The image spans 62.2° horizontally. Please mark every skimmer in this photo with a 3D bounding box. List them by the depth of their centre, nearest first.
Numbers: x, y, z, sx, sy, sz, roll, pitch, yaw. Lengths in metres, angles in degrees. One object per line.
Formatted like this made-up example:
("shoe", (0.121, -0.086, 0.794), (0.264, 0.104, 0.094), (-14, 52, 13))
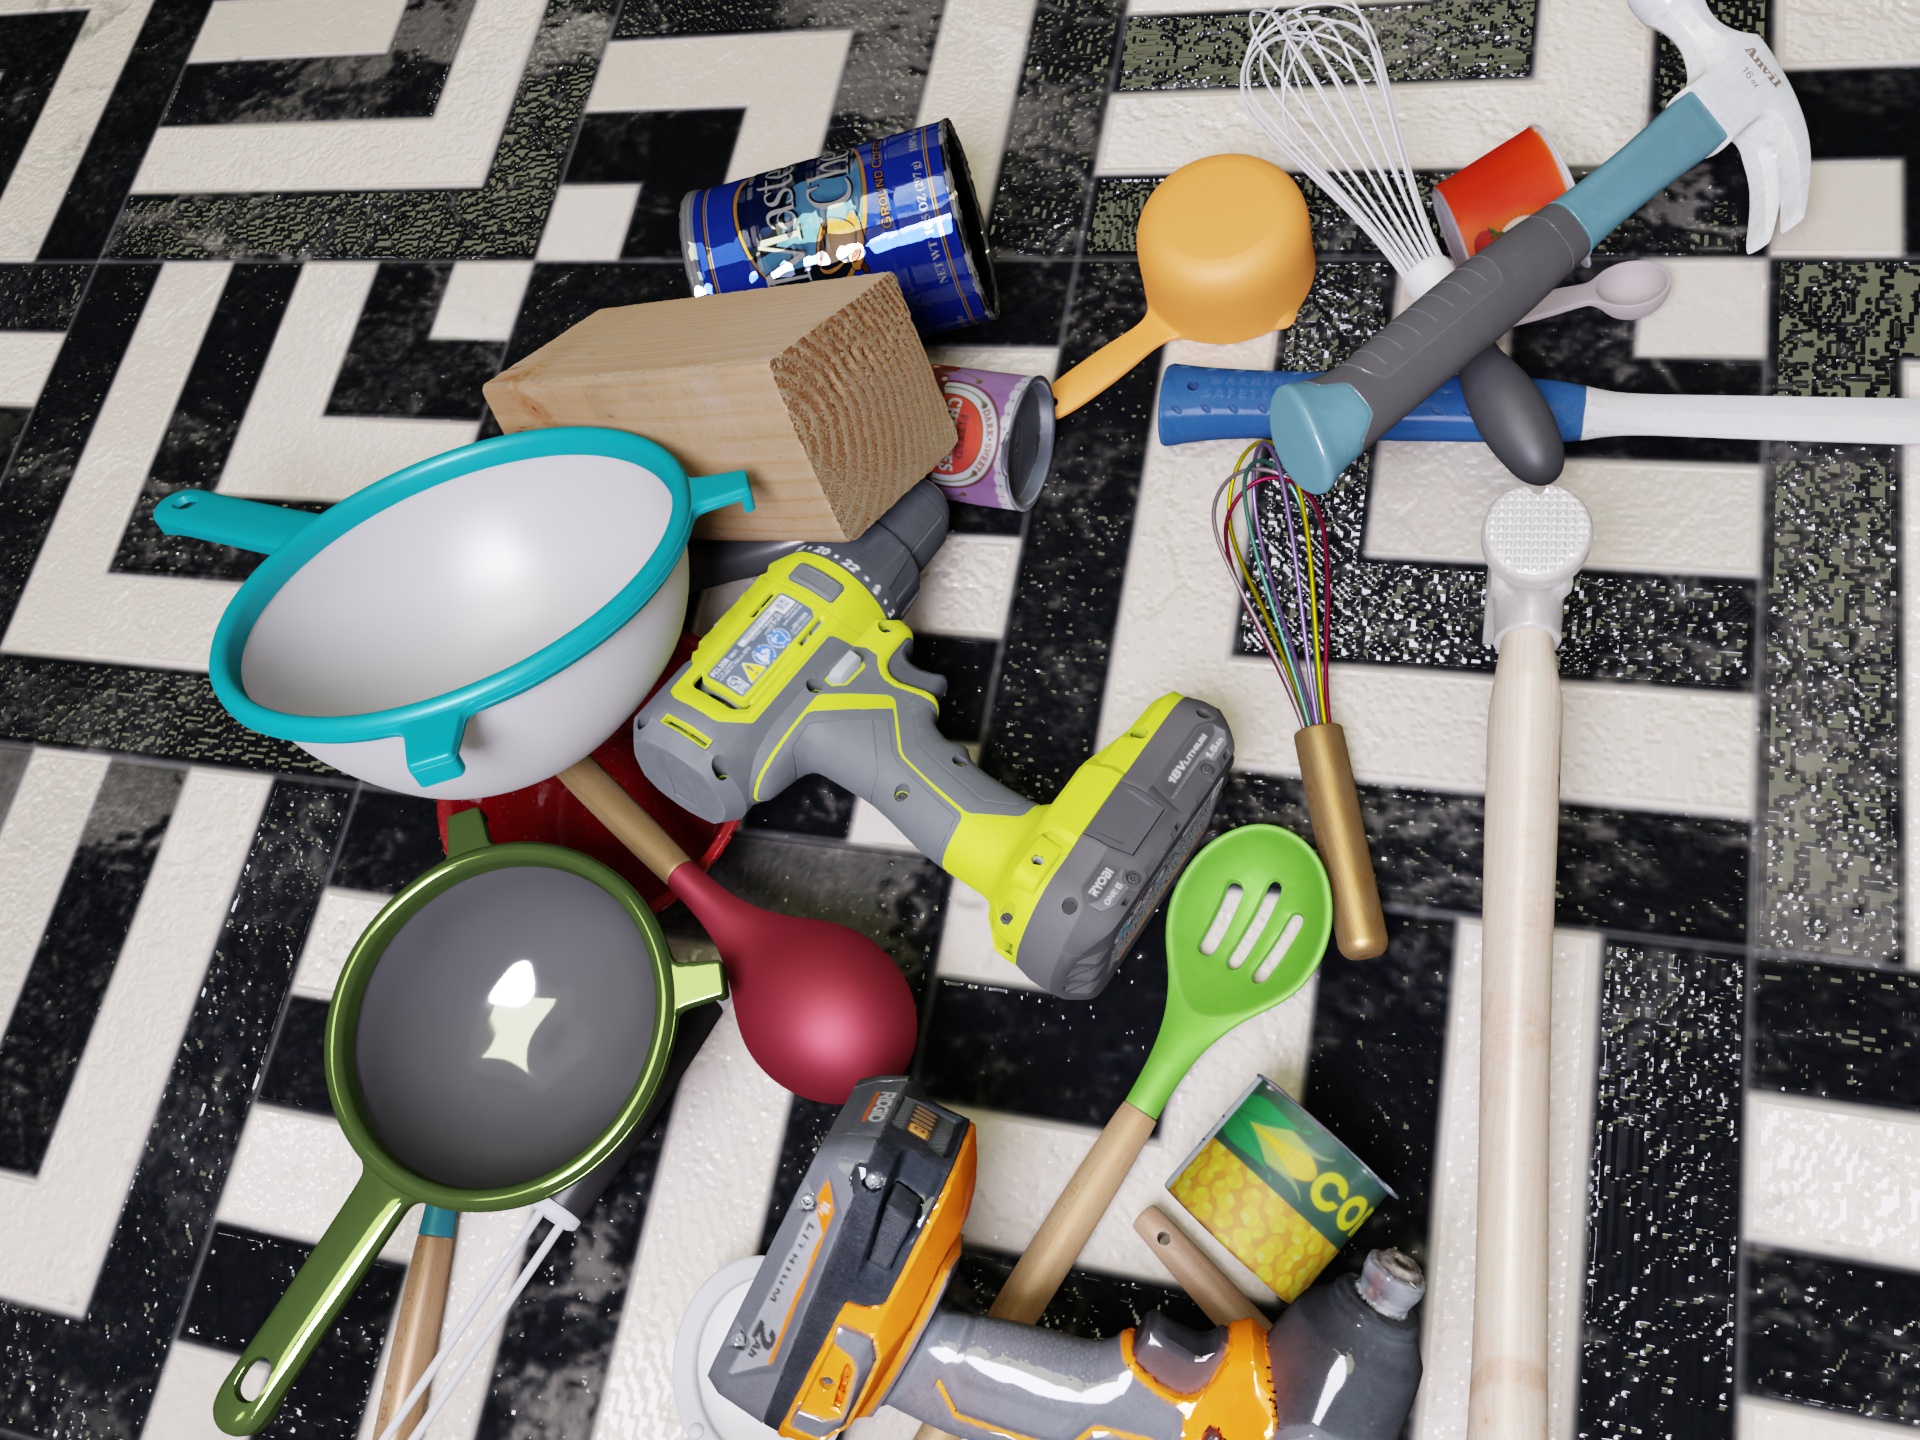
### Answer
("skimmer", (-0.216, 0.262, 0.677), (0.127, 0.090, 0.363), (39, 63, -10))

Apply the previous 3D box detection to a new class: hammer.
("hammer", (0.207, 0.129, 0.594), (0.038, 0.146, 0.411), (2, 76, 18))
("hammer", (0.249, -0.203, 0.679), (0.331, 0.033, 0.128), (-39, 90, -20))
("hammer", (0.294, -0.143, 0.719), (0.405, 0.035, 0.144), (5, 70, 18))

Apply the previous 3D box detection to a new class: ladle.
("ladle", (-0.138, 0.052, 0.705), (0.316, 0.031, 0.069), (39, 80, 27))

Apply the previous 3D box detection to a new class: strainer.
("strainer", (-0.121, 0.314, 0.646), (0.258, 0.050, 0.087), (-49, 58, -1))
("strainer", (-0.210, 0.175, 0.661), (0.151, 0.069, 0.256), (28, 77, 19))
("strainer", (-0.255, -0.047, 0.729), (0.340, 0.095, 0.211), (14, 48, 35))

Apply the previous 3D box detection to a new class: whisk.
("whisk", (0.153, -0.014, 0.708), (0.047, 0.051, 0.245), (-20, 67, 30))
("whisk", (0.201, -0.225, 0.731), (0.070, 0.070, 0.285), (-24, 69, 5))
("whisk", (-0.143, -0.078, 0.813), (0.239, 0.055, 0.055), (-14, 65, 5))

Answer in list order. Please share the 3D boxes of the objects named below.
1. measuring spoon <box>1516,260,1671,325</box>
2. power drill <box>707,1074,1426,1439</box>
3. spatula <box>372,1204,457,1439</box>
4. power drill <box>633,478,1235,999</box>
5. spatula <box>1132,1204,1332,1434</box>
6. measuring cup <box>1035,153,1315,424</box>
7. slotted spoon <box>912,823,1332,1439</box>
("measuring spoon", (0.273, -0.191, 0.759), (0.124, 0.018, 0.034), (-10, 47, 19))
("power drill", (0.044, 0.218, 0.563), (0.226, 0.084, 0.164), (27, 103, 4))
("spatula", (-0.240, 0.254, 0.701), (0.082, 0.044, 0.318), (8, 71, -9))
("power drill", (-0.001, -0.002, 0.696), (0.228, 0.080, 0.191), (30, 62, 16))
("spatula", (0.178, 0.298, 0.578), (0.060, 0.018, 0.316), (-42, 65, -9))
("measuring cup", (0.099, -0.213, 0.793), (0.173, 0.052, 0.095), (-38, 63, -4))
("slotted spoon", (0.059, 0.182, 0.656), (0.070, 0.031, 0.314), (28, 80, 29))
